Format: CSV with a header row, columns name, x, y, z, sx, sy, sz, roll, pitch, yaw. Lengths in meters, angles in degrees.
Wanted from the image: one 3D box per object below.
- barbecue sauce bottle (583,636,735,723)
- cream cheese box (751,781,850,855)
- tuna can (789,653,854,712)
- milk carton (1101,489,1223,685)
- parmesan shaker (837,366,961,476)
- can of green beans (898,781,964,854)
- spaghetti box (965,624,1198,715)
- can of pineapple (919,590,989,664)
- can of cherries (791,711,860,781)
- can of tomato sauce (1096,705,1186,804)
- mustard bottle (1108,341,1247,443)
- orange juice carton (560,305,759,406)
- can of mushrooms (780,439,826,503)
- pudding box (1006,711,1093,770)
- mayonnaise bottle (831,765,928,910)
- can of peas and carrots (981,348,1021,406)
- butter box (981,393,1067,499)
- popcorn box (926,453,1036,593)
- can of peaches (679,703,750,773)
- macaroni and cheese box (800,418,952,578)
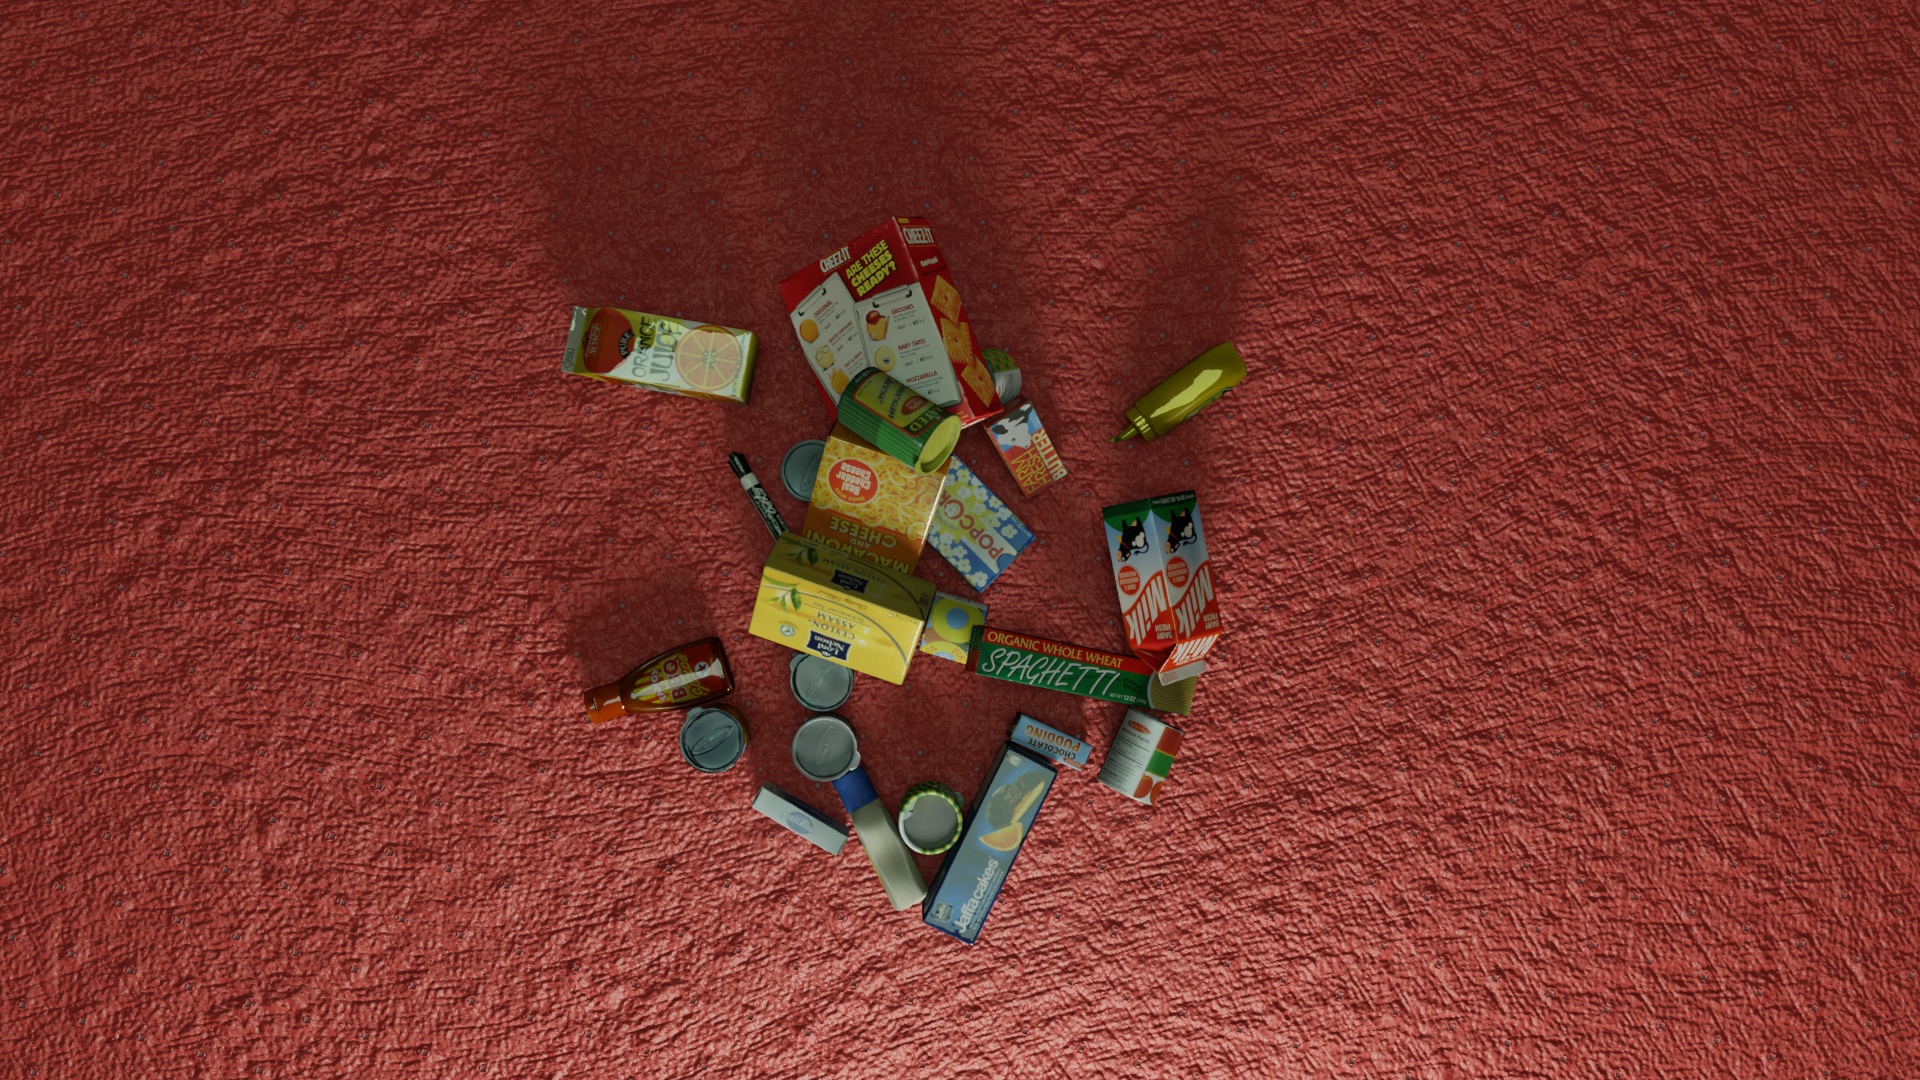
name,x,y,z,sx,sy,sz,roll,pitch,yaw
barbecue sauce bottle,-0.313,0.150,1.438,0.149,0.043,0.065,-18,84,-2
cream cheese box,-0.164,0.286,1.434,0.104,0.053,0.024,30,86,-1
tuna can,-0.146,0.143,1.449,0.071,0.033,0.071,0,88,-2
milk carton,0.212,0.049,1.433,0.072,0.073,0.190,-11,89,-38
parmesan shaker,-0.061,-0.114,1.336,0.103,0.071,0.071,33,88,19
can of green beans,-0.031,0.286,1.436,0.071,0.058,0.071,0,88,-2
spaghetti box,0.127,0.134,1.427,0.250,0.028,0.050,13,88,-19
can of pineapple,-0.007,0.092,1.439,0.058,0.071,0.071,17,88,-1
can of cherries,-0.137,0.213,1.435,0.071,0.058,0.071,0,87,-2
can of tomato sauce,0.189,0.224,1.444,0.071,0.071,0.083,25,88,-1
mustard bottle,0.224,-0.146,1.459,0.160,0.065,0.049,-35,85,3
orange juice carton,-0.311,-0.193,1.434,0.193,0.073,0.072,9,88,-1
can of mushrooms,-0.152,-0.070,1.456,0.071,0.033,0.071,0,88,-2
pudding box,0.092,0.209,1.447,0.084,0.049,0.030,25,87,-1
mayonnaise bottle,-0.084,0.306,1.434,0.041,0.064,0.148,-28,86,-5
can of peas and carrots,0.020,-0.166,1.441,0.071,0.059,0.070,8,105,30
butter box,0.067,-0.097,1.444,0.053,0.024,0.103,-33,123,-3
popcorn box,0.005,-0.018,1.457,0.085,0.038,0.126,-45,90,-4
can of peaches,-0.253,0.201,1.431,0.071,0.058,0.071,0,88,-1
macaroni and cheese box,-0.090,-0.029,1.409,0.124,0.040,0.165,19,125,0
